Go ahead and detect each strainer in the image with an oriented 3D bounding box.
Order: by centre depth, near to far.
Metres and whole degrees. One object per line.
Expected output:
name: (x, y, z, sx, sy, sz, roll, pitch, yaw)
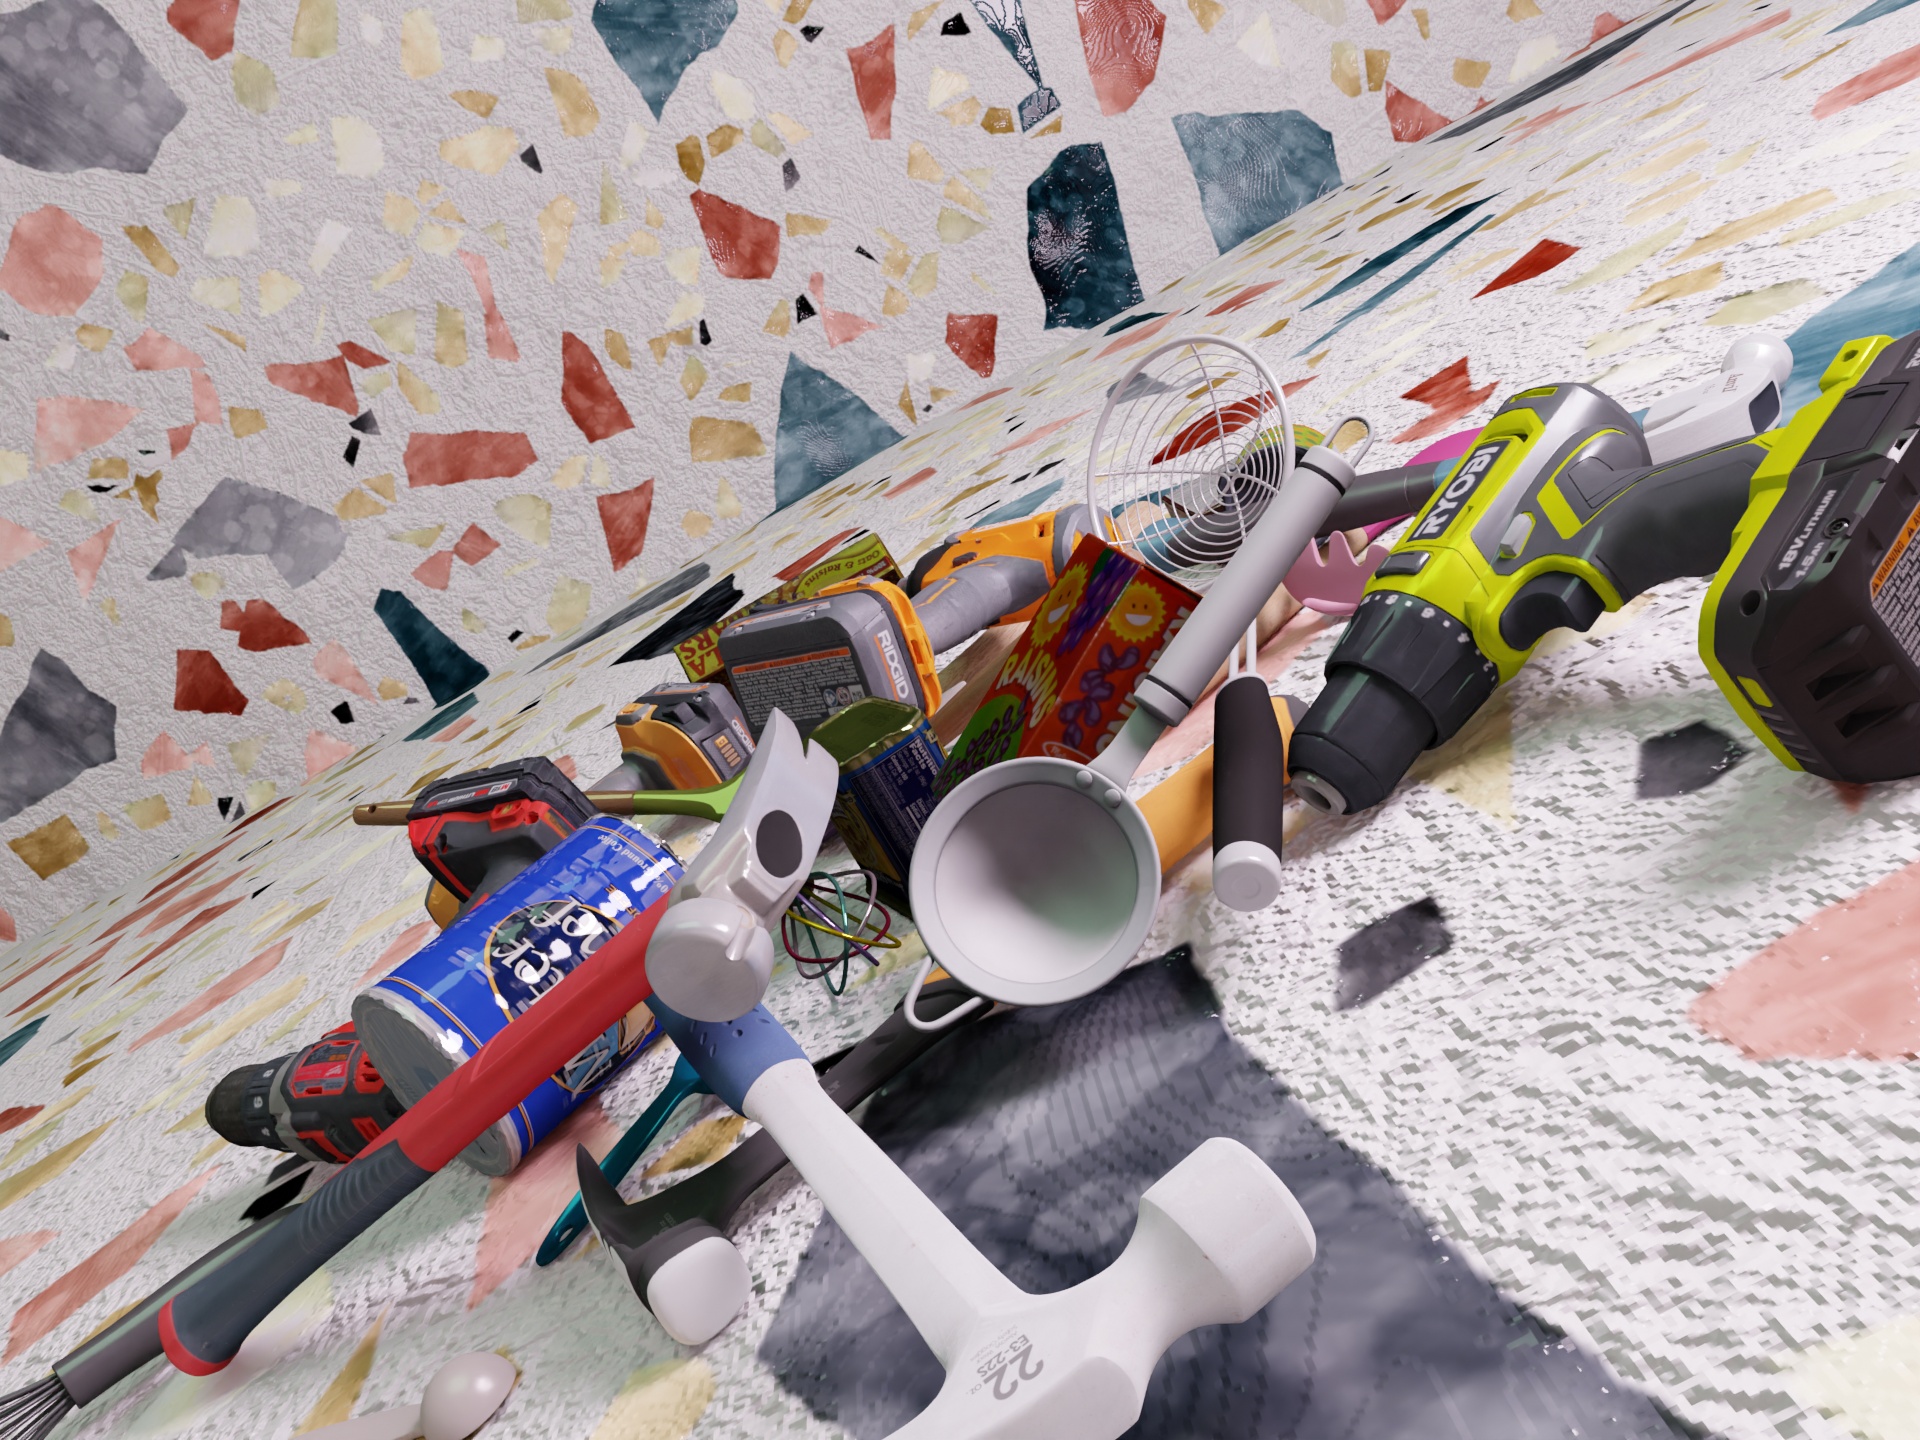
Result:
strainer: (0.066, 0.001, 0.546, 0.258, 0.087, 0.050, -54, -21, -1)

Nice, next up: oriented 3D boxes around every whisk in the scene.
whisk: (-0.382, 0.289, 0.686, 0.239, 0.055, 0.055, -34, 15, -34)
whisk: (-0.075, 0.087, 0.776, 0.047, 0.051, 0.245, -12, 7, -14)

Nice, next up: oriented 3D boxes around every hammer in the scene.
hammer: (-0.060, 0.123, 0.500, 0.144, 0.035, 0.406, -34, 17, -16)
hammer: (0.009, 0.092, 0.600, 0.337, 0.034, 0.127, -36, 17, -20)
hammer: (-0.190, 0.142, 0.610, 0.386, 0.038, 0.143, -39, 18, 26)
hammer: (0.233, -0.118, 0.806, 0.331, 0.033, 0.128, -10, 24, 40)
hammer: (0.034, -0.058, 1.036, 0.130, 0.031, 0.331, -12, 23, 51)

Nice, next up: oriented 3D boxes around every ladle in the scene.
ladle: (-0.222, 0.043, 0.947, 0.320, 0.062, 0.078, -3, 54, 12)

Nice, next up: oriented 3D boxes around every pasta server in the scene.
pasta server: (0.256, -0.077, 0.670, 0.316, 0.060, 0.040, -5, 72, 53)

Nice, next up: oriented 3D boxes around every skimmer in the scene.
skimmer: (0.092, -0.054, 0.658, 0.127, 0.090, 0.364, -54, 11, 31)

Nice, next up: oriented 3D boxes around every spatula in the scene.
spatula: (-0.001, -0.003, 0.785, 0.060, 0.018, 0.316, -42, 0, -38)

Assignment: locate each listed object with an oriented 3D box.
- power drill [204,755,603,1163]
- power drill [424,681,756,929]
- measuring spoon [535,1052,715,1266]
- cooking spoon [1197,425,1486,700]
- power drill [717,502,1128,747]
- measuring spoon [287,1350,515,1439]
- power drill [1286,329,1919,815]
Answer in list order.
power drill: (-0.298, 0.136, 0.861, 0.188, 0.080, 0.227, -13, 40, 33)
power drill: (-0.229, 0.070, 1.035, 0.226, 0.084, 0.185, -42, 23, -25)
measuring spoon: (-0.120, 0.169, 0.638, 0.042, 0.021, 0.129, -9, 35, 52)
cooking spoon: (0.197, -0.087, 0.848, 0.319, 0.017, 0.069, -40, 16, -33)
power drill: (-0.027, -0.057, 0.912, 0.164, 0.084, 0.226, -7, 17, 44)
measuring spoon: (-0.205, 0.241, 0.549, 0.124, 0.018, 0.034, -25, 16, 22)
power drill: (0.220, -0.041, 0.529, 0.190, 0.080, 0.228, -51, 19, -14)
